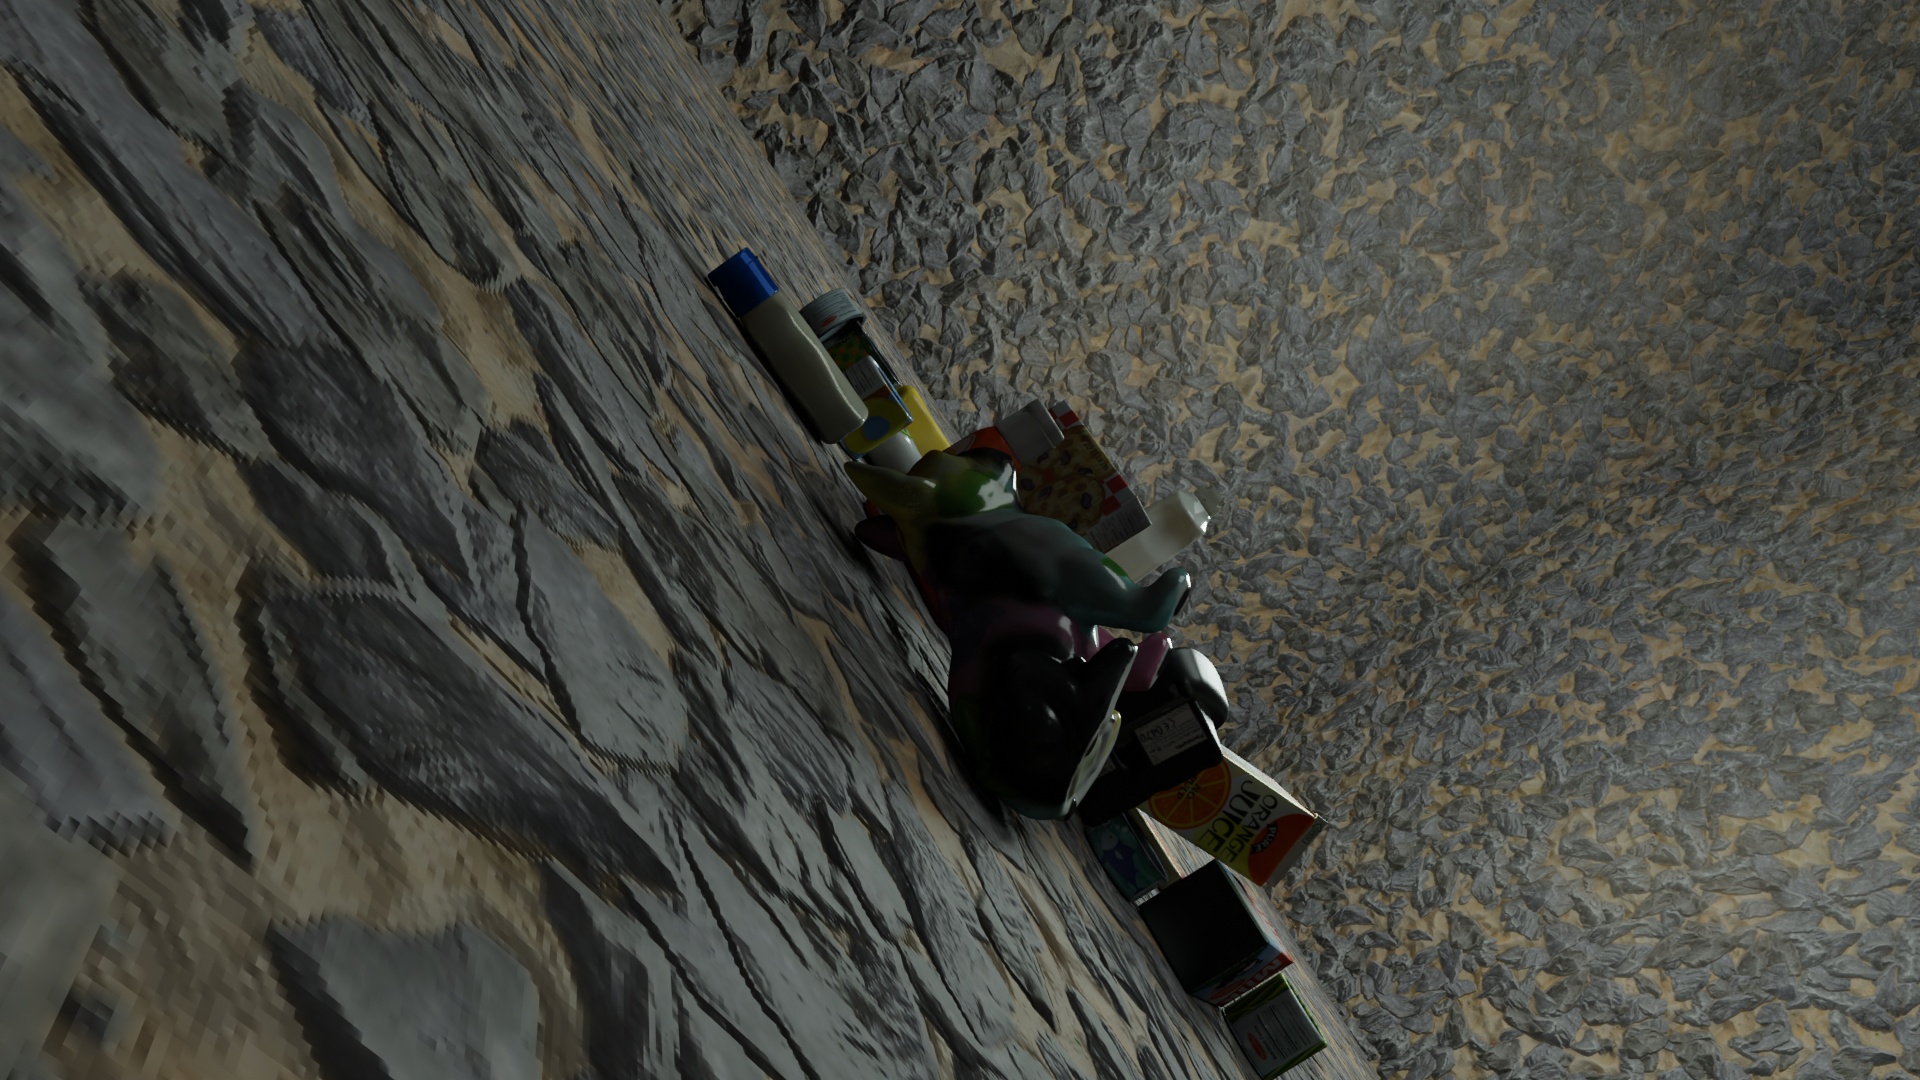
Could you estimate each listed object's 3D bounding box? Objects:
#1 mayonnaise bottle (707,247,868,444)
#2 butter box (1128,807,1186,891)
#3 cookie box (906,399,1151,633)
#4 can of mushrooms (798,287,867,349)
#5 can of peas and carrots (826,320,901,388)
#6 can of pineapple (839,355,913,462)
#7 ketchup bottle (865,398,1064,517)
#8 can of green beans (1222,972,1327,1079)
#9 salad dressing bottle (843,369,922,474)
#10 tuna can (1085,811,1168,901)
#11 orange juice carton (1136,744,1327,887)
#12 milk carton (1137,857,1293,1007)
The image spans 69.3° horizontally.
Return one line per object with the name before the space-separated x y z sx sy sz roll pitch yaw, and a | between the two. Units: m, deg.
mayonnaise bottle | -0.123 -0.139 0.998 0.148 0.041 0.065 54 3 -13
butter box | 0.172 0.277 1.290 0.104 0.024 0.053 58 5 22
cookie box | 0.038 -0.016 1.029 0.040 0.167 0.123 56 3 -47
can of mushrooms | -0.123 -0.200 1.275 0.033 0.071 0.071 56 4 4
can of peas and carrots | -0.097 -0.154 1.258 0.071 0.058 0.071 55 4 -6
can of pineapple | -0.078 -0.106 1.124 0.071 0.058 0.071 56 4 -6
ketchup bottle | 0.004 -0.048 1.006 0.043 0.149 0.065 56 4 -24
can of green beans | 0.254 0.392 1.120 0.071 0.058 0.071 56 4 -6
salad dressing bottle | -0.062 -0.083 1.218 0.147 0.044 0.064 55 2 -23
tuna can | 0.121 0.230 1.029 0.071 0.033 0.071 56 4 -6
orange juice carton | 0.206 0.207 1.099 0.192 0.072 0.073 35 4 -22
milk carton | 0.207 0.315 1.096 0.074 0.072 0.190 59 6 29
